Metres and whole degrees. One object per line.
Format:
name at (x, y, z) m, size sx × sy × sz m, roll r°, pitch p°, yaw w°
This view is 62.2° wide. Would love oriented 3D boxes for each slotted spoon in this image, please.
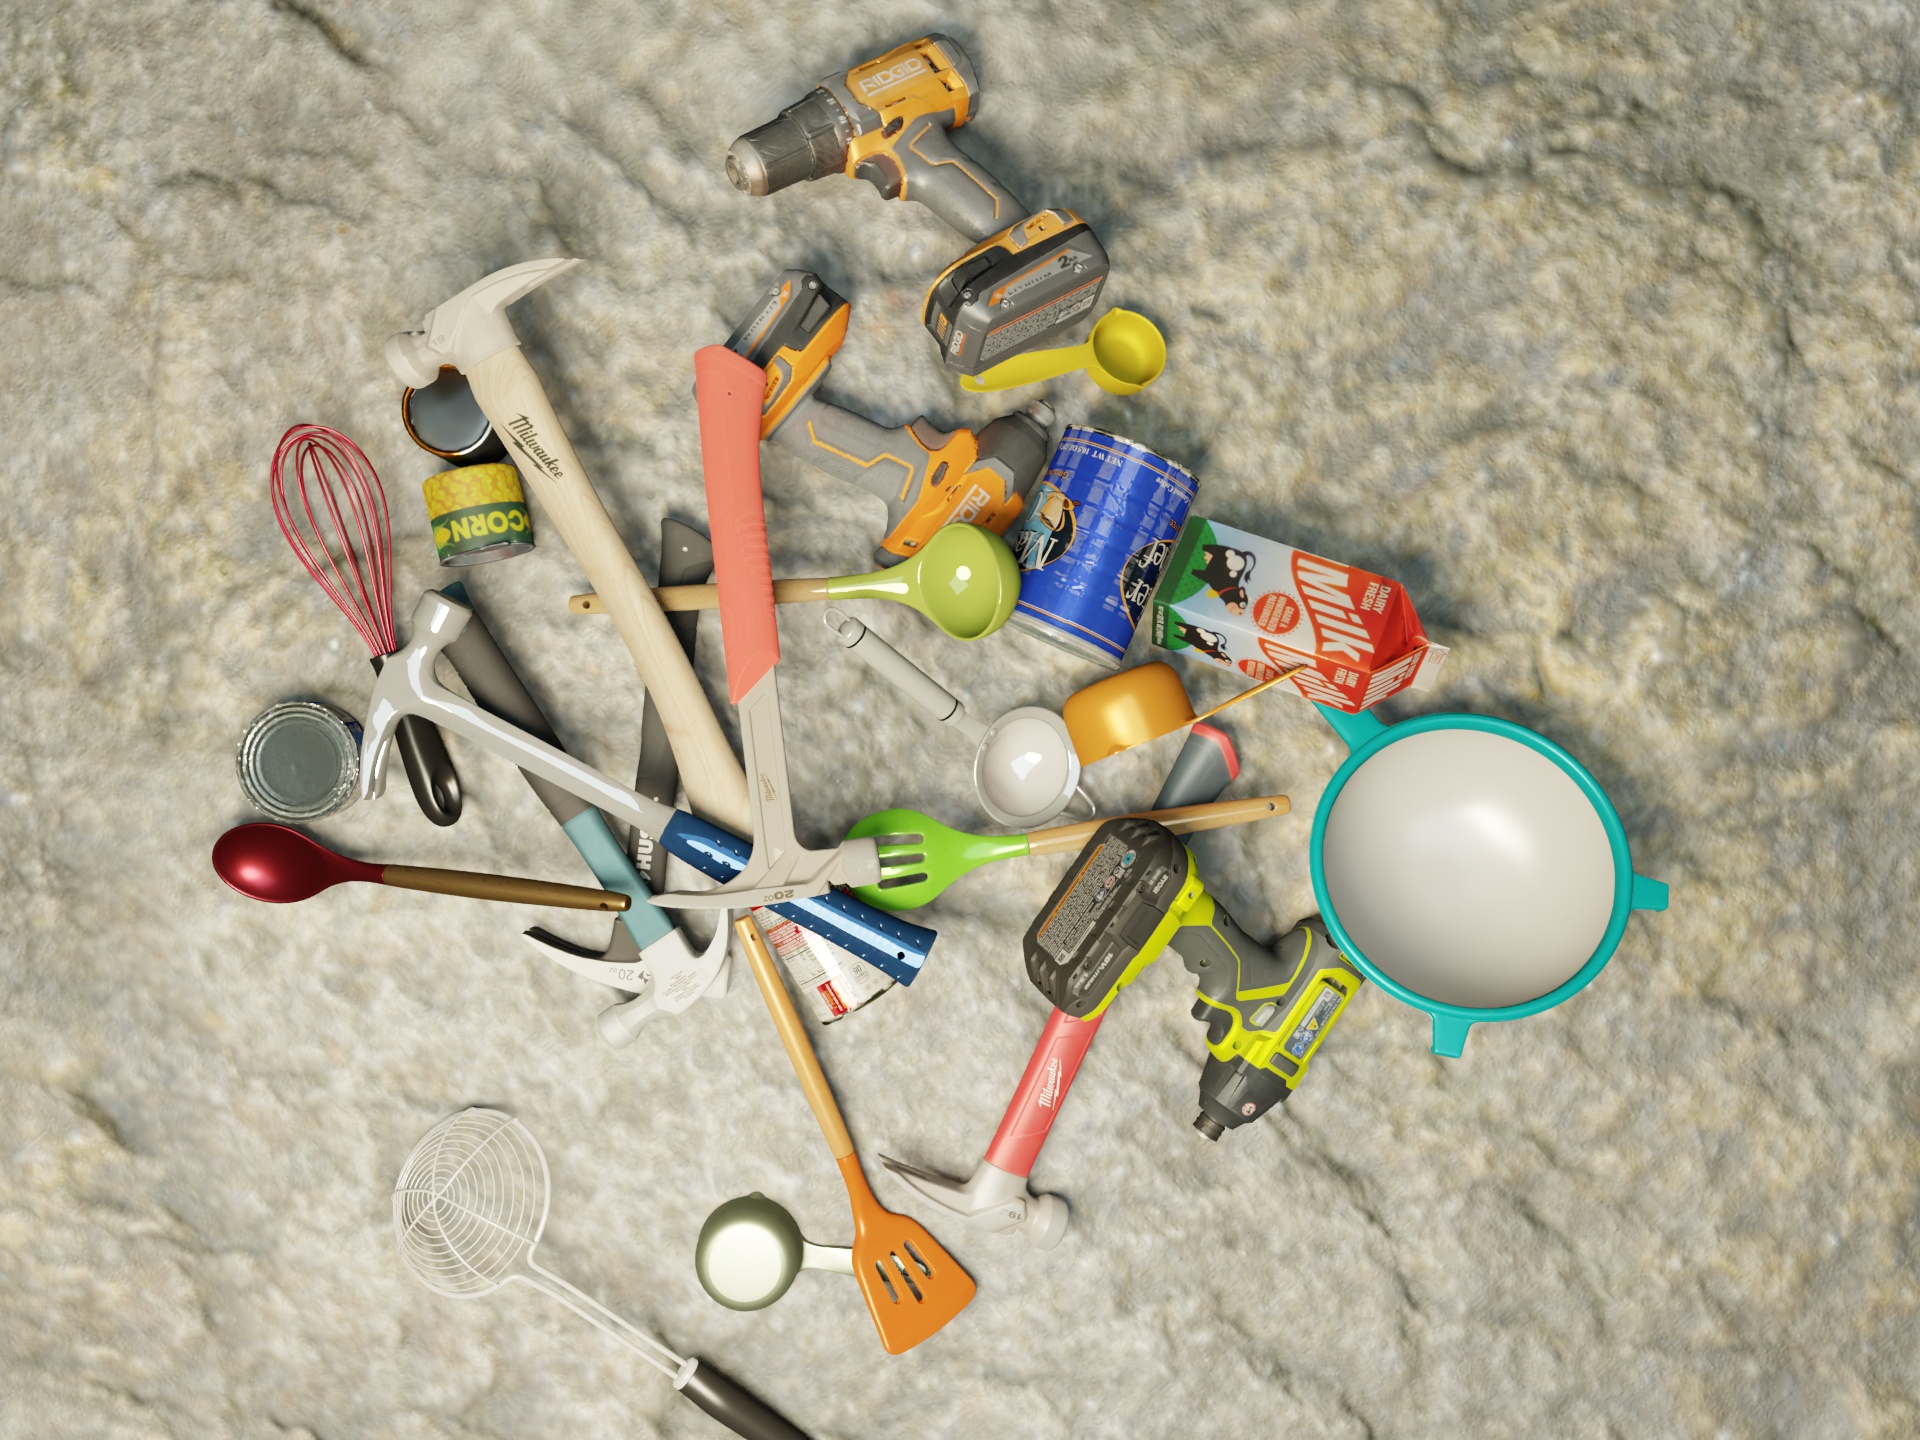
slotted spoon at (0.072, 0.079, 1.091) m, size 0.313 × 0.031 × 0.070 m, roll -8°, pitch 87°, yaw -2°

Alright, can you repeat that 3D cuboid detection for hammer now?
hammer at (-0.146, -0.061, 1.025) m, size 0.149 × 0.036 × 0.359 m, roll -7°, pitch 88°, yaw -4°
hammer at (-0.218, 0.024, 1.126) m, size 0.146 × 0.035 × 0.335 m, roll 7°, pitch 91°, yaw -2°
hammer at (-0.271, 0.055, 1.091) m, size 0.128 × 0.033 × 0.331 m, roll -33°, pitch 92°, yaw 0°
hammer at (-0.206, 0.070, 1.055) m, size 0.405 × 0.035 × 0.144 m, roll 28°, pitch 93°, yaw -1°
hammer at (0.083, 0.174, 1.120) m, size 0.143 × 0.038 × 0.386 m, roll 26°, pitch 89°, yaw -15°
hammer at (-0.222, -0.099, 1.058) m, size 0.146 × 0.038 × 0.410 m, roll -24°, pitch 100°, yaw 18°

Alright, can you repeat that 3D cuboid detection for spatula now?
spatula at (-0.086, 0.283, 1.115) m, size 0.081 × 0.041 × 0.322 m, roll -27°, pitch 99°, yaw -30°

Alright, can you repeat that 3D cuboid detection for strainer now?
strainer at (0.305, 0.059, 1.115) m, size 0.211 × 0.095 × 0.341 m, roll -33°, pitch 71°, yaw -8°
strainer at (-0.002, -0.003, 1.085) m, size 0.258 × 0.050 × 0.087 m, roll 39°, pitch 78°, yaw -33°

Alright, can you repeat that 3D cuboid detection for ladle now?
ladle at (-0.117, -0.086, 1.065) m, size 0.320 × 0.062 × 0.078 m, roll -3°, pitch 98°, yaw 11°
ladle at (-0.370, 0.108, 1.090) m, size 0.315 × 0.031 × 0.069 m, roll 5°, pitch 122°, yaw 15°

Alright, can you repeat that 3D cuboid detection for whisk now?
whisk at (-0.409, -0.064, 1.112) m, size 0.073 × 0.073 × 0.296 m, roll -19°, pitch 97°, yaw 0°

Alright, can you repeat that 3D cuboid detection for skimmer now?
skimmer at (-0.244, 0.418, 1.137) m, size 0.363 × 0.090 × 0.127 m, roll 40°, pitch 88°, yaw -11°

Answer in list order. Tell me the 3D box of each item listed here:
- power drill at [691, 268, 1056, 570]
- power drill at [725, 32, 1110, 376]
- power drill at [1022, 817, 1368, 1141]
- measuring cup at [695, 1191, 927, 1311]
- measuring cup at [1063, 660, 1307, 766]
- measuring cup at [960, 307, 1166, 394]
power drill at (-0.052, -0.207, 1.102) m, size 0.226 × 0.084 × 0.164 m, roll 39°, pitch 90°, yaw -6°
power drill at (-0.031, -0.342, 1.064) m, size 0.185 × 0.084 × 0.226 m, roll -31°, pitch 78°, yaw -19°
power drill at (0.159, 0.180, 1.083) m, size 0.223 × 0.080 × 0.171 m, roll 35°, pitch 90°, yaw -26°
measuring cup at (-0.107, 0.388, 1.132) m, size 0.167 × 0.038 × 0.083 m, roll 7°, pitch 91°, yaw 1°
measuring cup at (0.149, -0.022, 1.083) m, size 0.173 × 0.095 × 0.052 m, roll -25°, pitch 86°, yaw 28°
measuring cup at (0.069, -0.244, 1.105) m, size 0.156 × 0.029 × 0.062 m, roll -15°, pitch 82°, yaw -18°
